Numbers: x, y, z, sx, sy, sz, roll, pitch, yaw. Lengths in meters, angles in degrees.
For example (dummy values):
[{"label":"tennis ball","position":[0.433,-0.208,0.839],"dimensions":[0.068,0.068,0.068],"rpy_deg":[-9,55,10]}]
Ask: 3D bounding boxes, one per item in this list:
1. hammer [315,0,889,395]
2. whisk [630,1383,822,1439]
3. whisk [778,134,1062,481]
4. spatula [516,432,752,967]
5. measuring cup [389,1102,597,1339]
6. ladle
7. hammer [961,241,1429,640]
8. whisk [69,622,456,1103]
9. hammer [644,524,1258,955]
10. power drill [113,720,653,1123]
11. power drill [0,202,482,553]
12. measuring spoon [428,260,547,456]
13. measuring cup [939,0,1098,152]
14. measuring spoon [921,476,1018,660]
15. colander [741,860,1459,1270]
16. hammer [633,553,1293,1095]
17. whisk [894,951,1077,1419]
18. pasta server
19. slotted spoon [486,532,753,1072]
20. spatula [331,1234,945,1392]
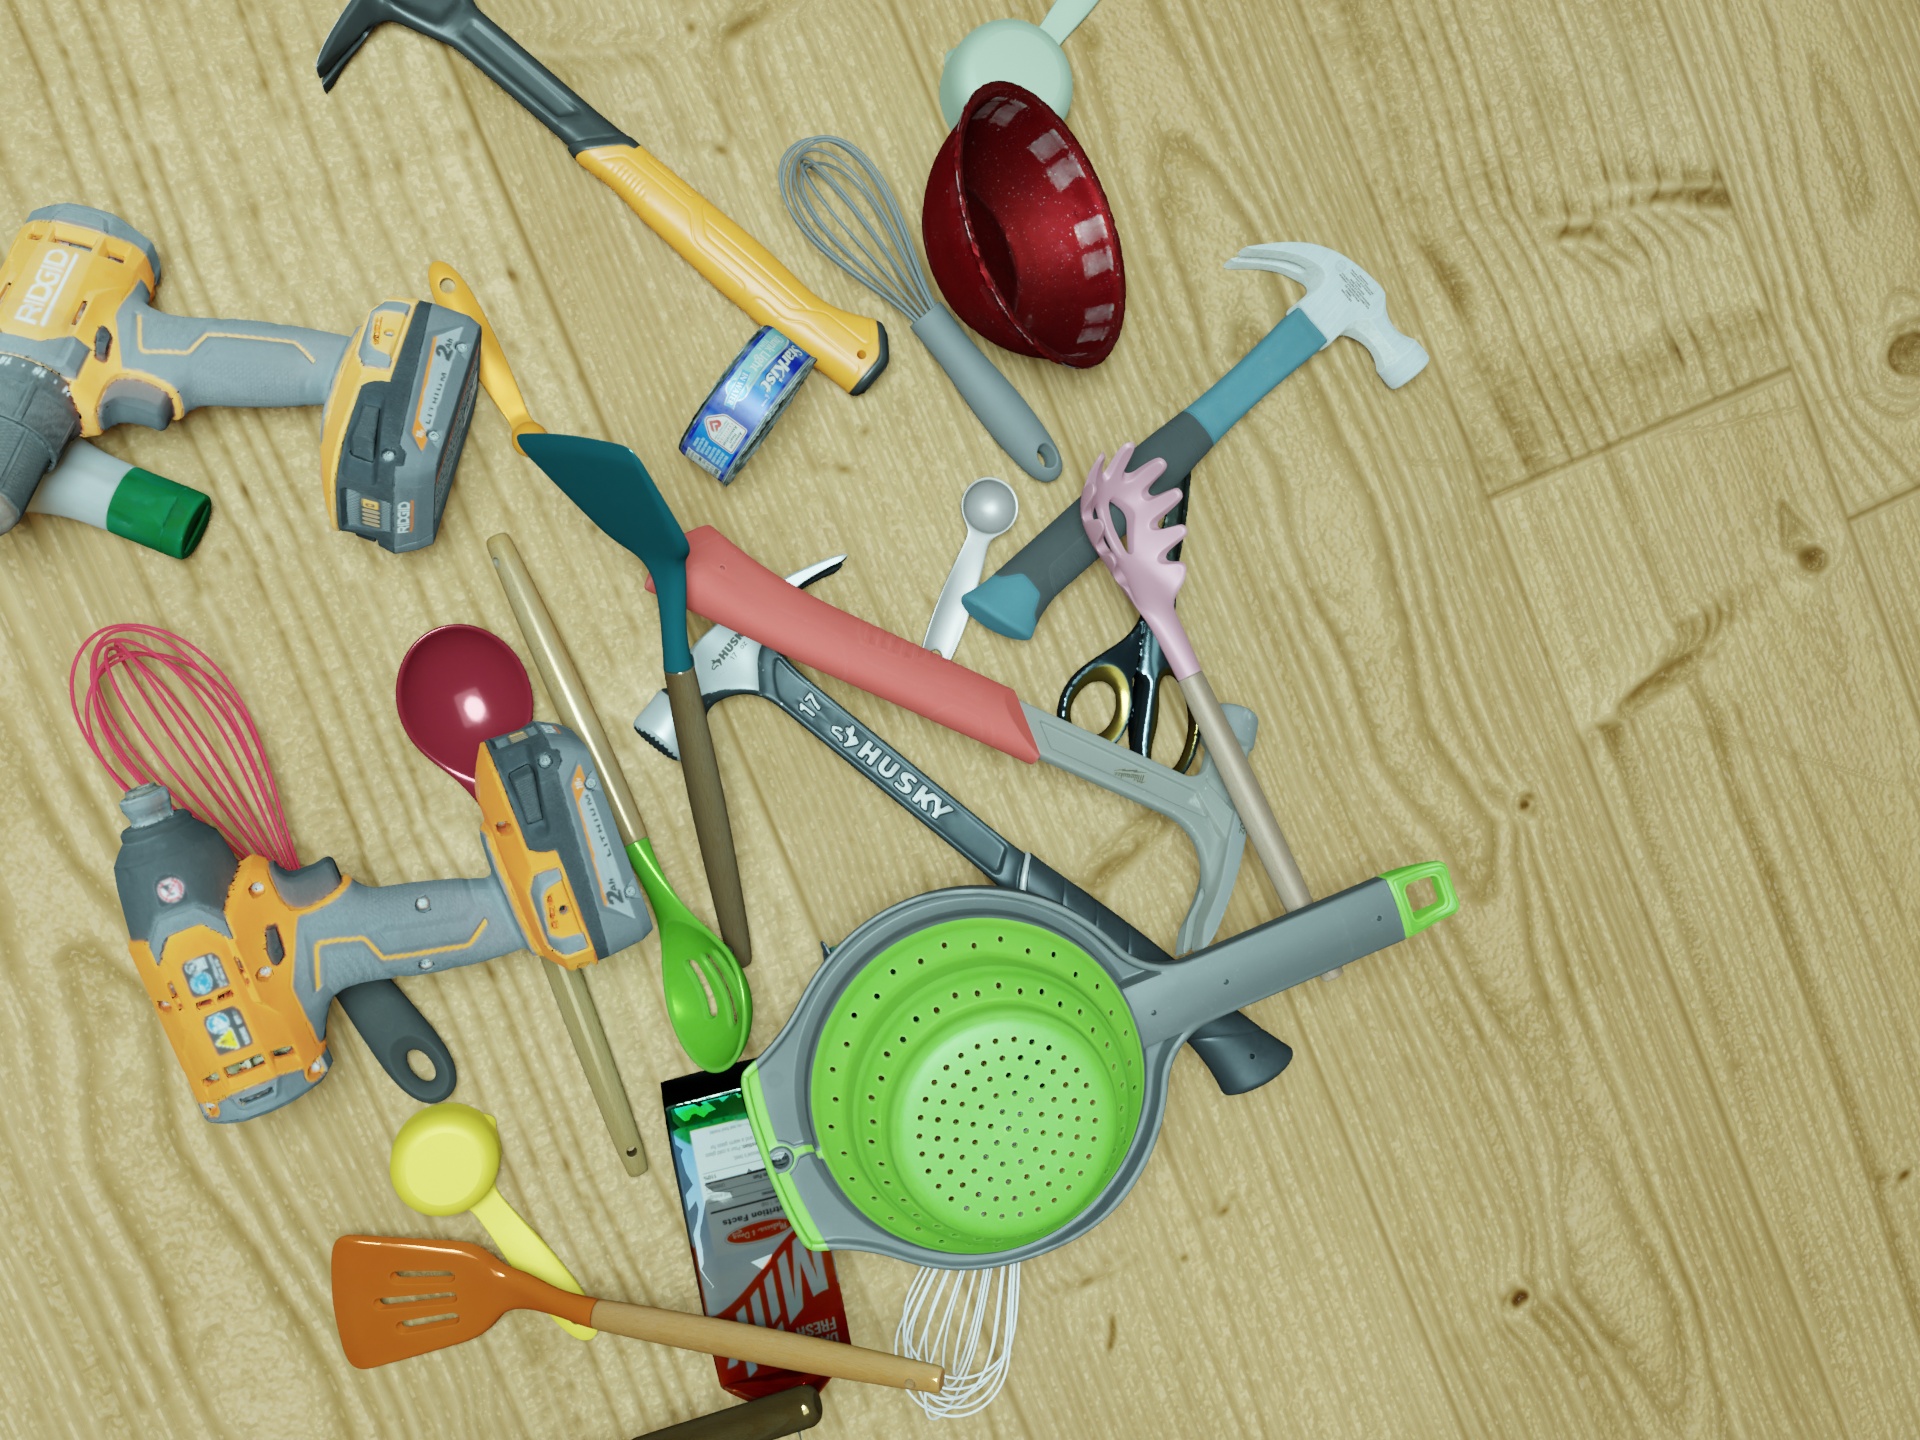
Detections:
[{"label":"hammer","position":[-0.181,-0.292,0.875],"dimensions":[0.336,0.034,0.127],"rpy_deg":[39,80,-10]},{"label":"whisk","position":[-0.187,0.384,0.813],"dimensions":[0.245,0.051,0.047],"rpy_deg":[-20,100,6]},{"label":"whisk","position":[-0.017,-0.233,0.910],"dimensions":[0.055,0.055,0.239],"rpy_deg":[-42,103,-11]},{"label":"spatula","position":[-0.148,0.000,0.812],"dimensions":[0.044,0.082,0.317],"rpy_deg":[-37,129,-44]},{"label":"measuring cup","position":[-0.243,0.273,0.847],"dimensions":[0.062,0.029,0.156],"rpy_deg":[-38,96,-12]},{"label":"ladle","position":[-0.226,0.100,0.858],"dimensions":[0.069,0.031,0.315],"rpy_deg":[-20,95,-15]},{"label":"hammer","position":[0.131,-0.162,0.937],"dimensions":[0.331,0.033,0.128],"rpy_deg":[-43,96,-15]},{"label":"whisk","position":[-0.350,0.078,0.815],"dimensions":[0.073,0.073,0.295],"rpy_deg":[-34,103,-12]},{"label":"hammer","position":[-0.001,-0.003,0.859],"dimensions":[0.359,0.036,0.149],"rpy_deg":[24,65,-15]},{"label":"power drill","position":[-0.283,0.078,0.775],"dimensions":[0.226,0.084,0.164],"rpy_deg":[-21,105,-17]},{"label":"power drill","position":[-0.366,-0.149,0.775],"dimensions":[0.226,0.084,0.185],"rpy_deg":[12,57,-12]},{"label":"measuring spoon","position":[-0.258,-0.197,0.865],"dimensions":[0.021,0.011,0.117],"rpy_deg":[-29,95,-13]},{"label":"measuring cup","position":[0.055,-0.405,0.932],"dimensions":[0.083,0.038,0.167],"rpy_deg":[37,83,-10]},{"label":"measuring spoon","position":[0.000,-0.082,0.926],"dimensions":[0.034,0.018,0.124],"rpy_deg":[20,91,-14]},{"label":"colander","position":[0.090,0.161,0.805],"dimensions":[0.397,0.094,0.204],"rpy_deg":[-21,96,-8]},{"label":"hammer","position":[0.023,0.073,0.893],"dimensions":[0.409,0.036,0.149],"rpy_deg":[39,75,-5]},{"label":"whisk","position":[0.024,0.251,0.902],"dimensions":[0.070,0.070,0.285],"rpy_deg":[18,80,-13]},{"label":"pasta server","position":[0.143,-0.002,0.880],"dimensions":[0.060,0.040,0.316],"rpy_deg":[-24,88,-31]},{"label":"slotted spoon","position":[-0.186,0.042,0.862],"dimensions":[0.031,0.070,0.314],"rpy_deg":[-25,90,-49]},{"label":"spatula","position":[-0.166,0.311,0.806],"dimensions":[0.322,0.041,0.081],"rpy_deg":[4,106,15]}]
